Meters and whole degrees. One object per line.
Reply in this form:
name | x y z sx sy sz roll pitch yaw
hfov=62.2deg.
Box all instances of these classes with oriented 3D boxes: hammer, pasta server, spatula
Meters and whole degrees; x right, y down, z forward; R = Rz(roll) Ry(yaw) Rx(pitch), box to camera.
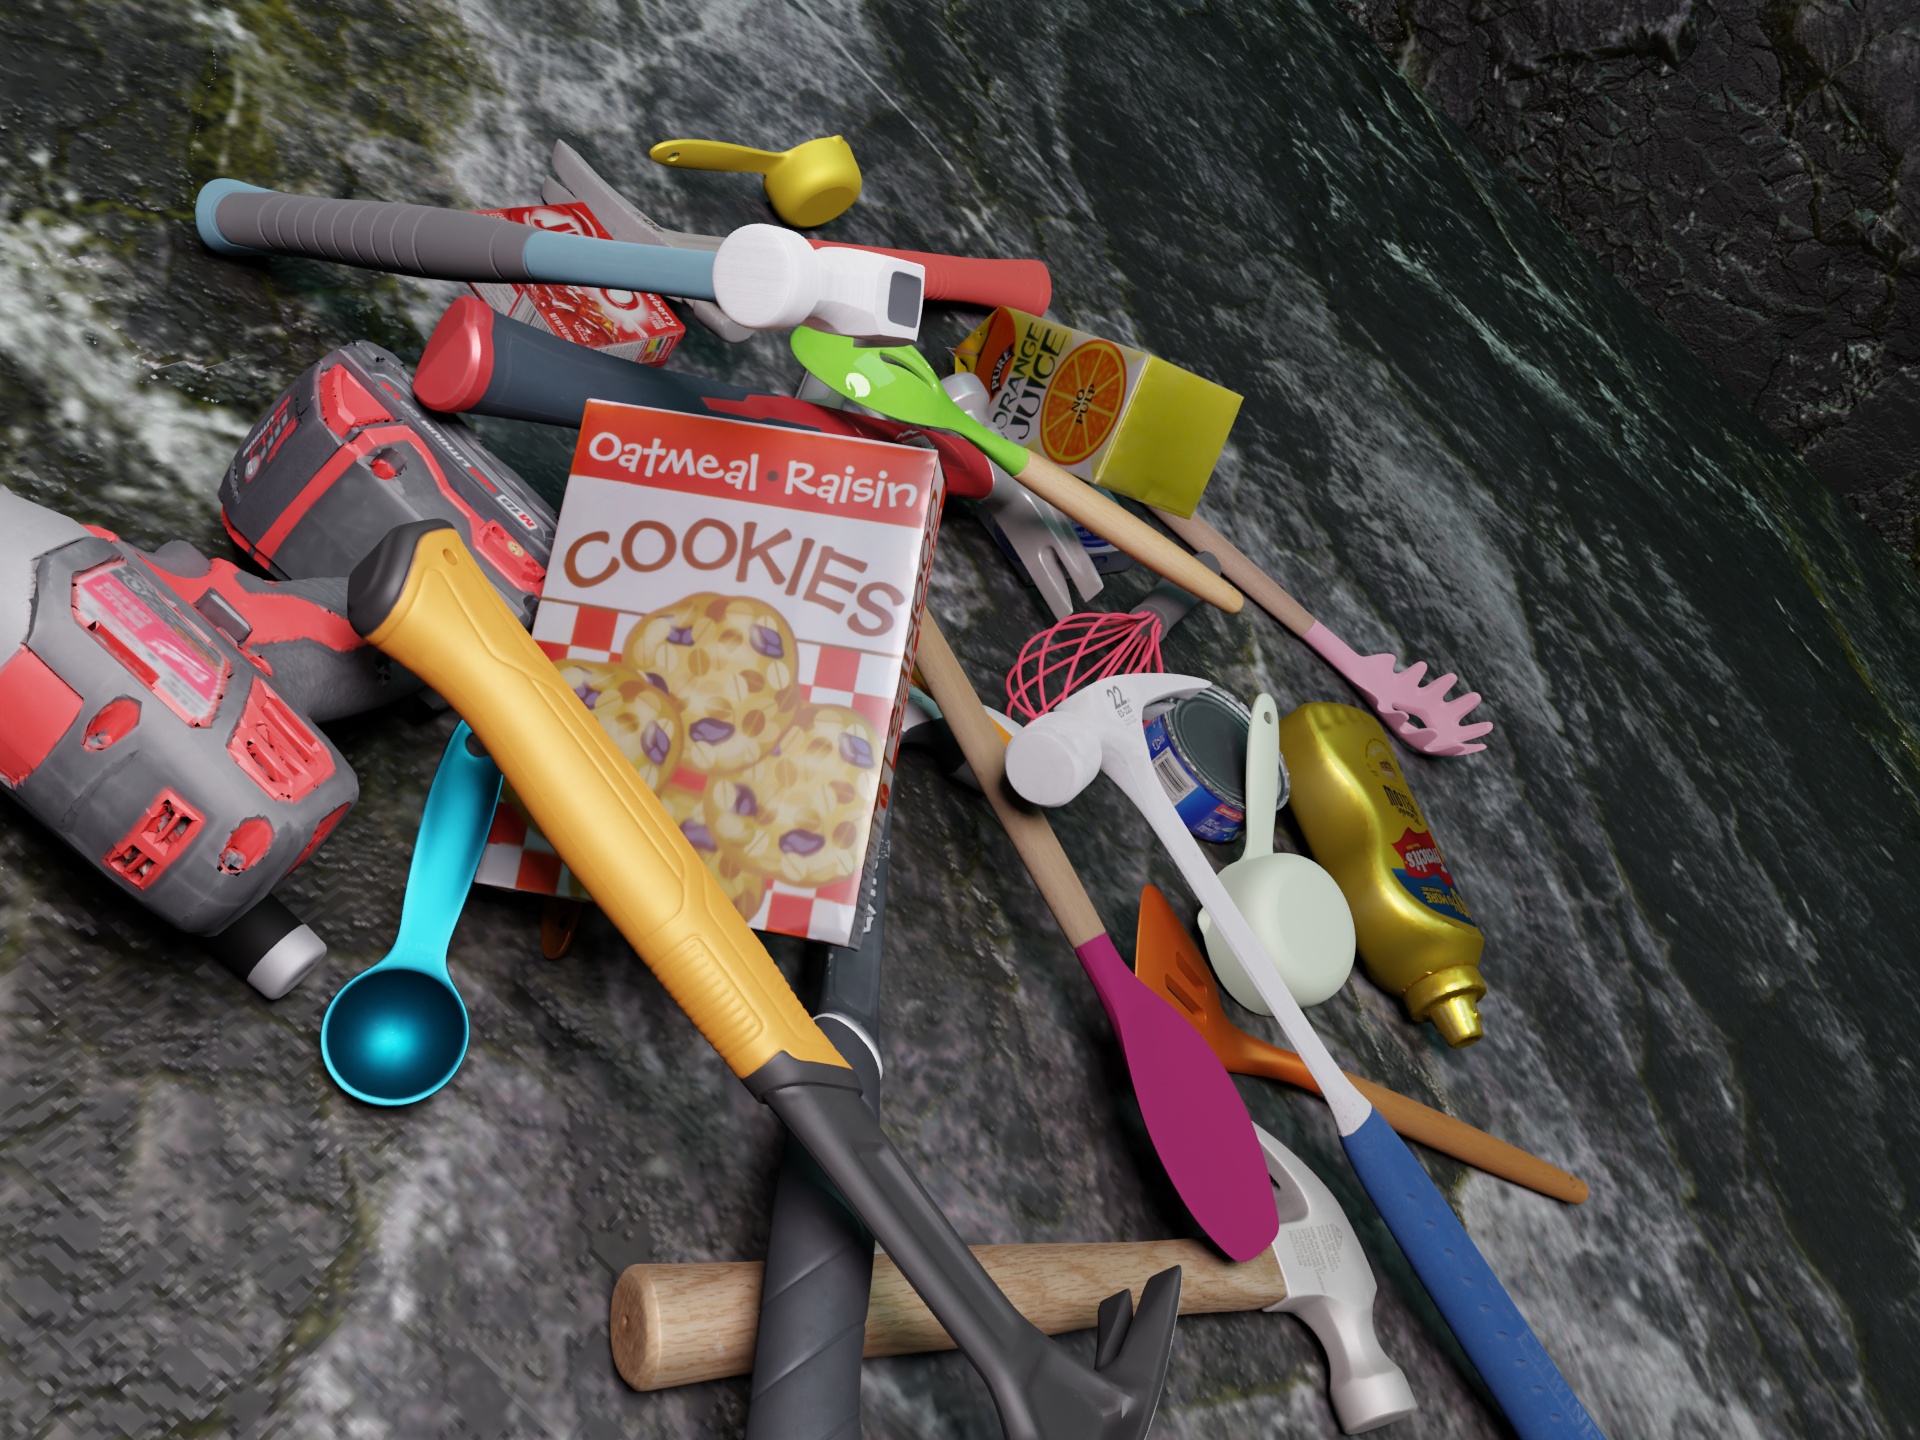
hammer | -0.065 -0.112 0.689 0.386 0.038 0.143 -4 60 -59
hammer | 0.162 0.155 0.670 0.405 0.035 0.144 57 32 0
hammer | -0.043 0.097 0.556 0.149 0.036 0.409 28 32 -18
pasta server | 0.204 -0.080 1.005 0.316 0.040 0.060 40 47 -5
hammer | -0.056 0.081 0.459 0.337 0.034 0.127 53 28 -2
hammer | -0.063 -0.265 0.918 0.149 0.036 0.359 41 30 21
hammer | -0.160 -0.170 0.577 0.331 0.033 0.128 15 14 27
hammer | 0.031 0.200 0.566 0.331 0.031 0.130 11 48 -37
spatula | 0.191 0.173 0.740 0.322 0.041 0.081 27 51 -25

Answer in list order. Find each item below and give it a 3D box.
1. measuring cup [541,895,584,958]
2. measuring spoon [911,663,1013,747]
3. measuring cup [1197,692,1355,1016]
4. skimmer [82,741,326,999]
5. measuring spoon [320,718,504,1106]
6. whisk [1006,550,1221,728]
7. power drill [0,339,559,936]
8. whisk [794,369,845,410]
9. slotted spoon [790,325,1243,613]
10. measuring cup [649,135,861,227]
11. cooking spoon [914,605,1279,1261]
measuring cup | -0.113 0.011 0.589 0.052 0.095 0.174 34 55 -44
measuring spoon | -0.001 -0.002 0.689 0.117 0.011 0.021 39 27 8
measuring cup | 0.159 0.059 0.778 0.083 0.038 0.168 20 63 -31
skimmer | -0.307 -0.069 0.452 0.363 0.090 0.127 44 22 -2
measuring spoon | -0.163 0.055 0.494 0.042 0.021 0.129 15 69 -13
whisk | 0.093 -0.045 0.848 0.073 0.073 0.296 45 31 1
power drill | -0.212 -0.040 0.474 0.143 0.078 0.220 45 20 -10
whisk | -0.079 -0.134 0.779 0.247 0.058 0.059 -81 160 -53
slotted spoon | 0.045 -0.117 0.782 0.313 0.031 0.070 26 29 -40
measuring cup | -0.114 -0.306 0.900 0.156 0.062 0.029 -19 80 -53
cooking spoon | 0.040 0.067 0.644 0.068 0.017 0.319 -10 67 -53
